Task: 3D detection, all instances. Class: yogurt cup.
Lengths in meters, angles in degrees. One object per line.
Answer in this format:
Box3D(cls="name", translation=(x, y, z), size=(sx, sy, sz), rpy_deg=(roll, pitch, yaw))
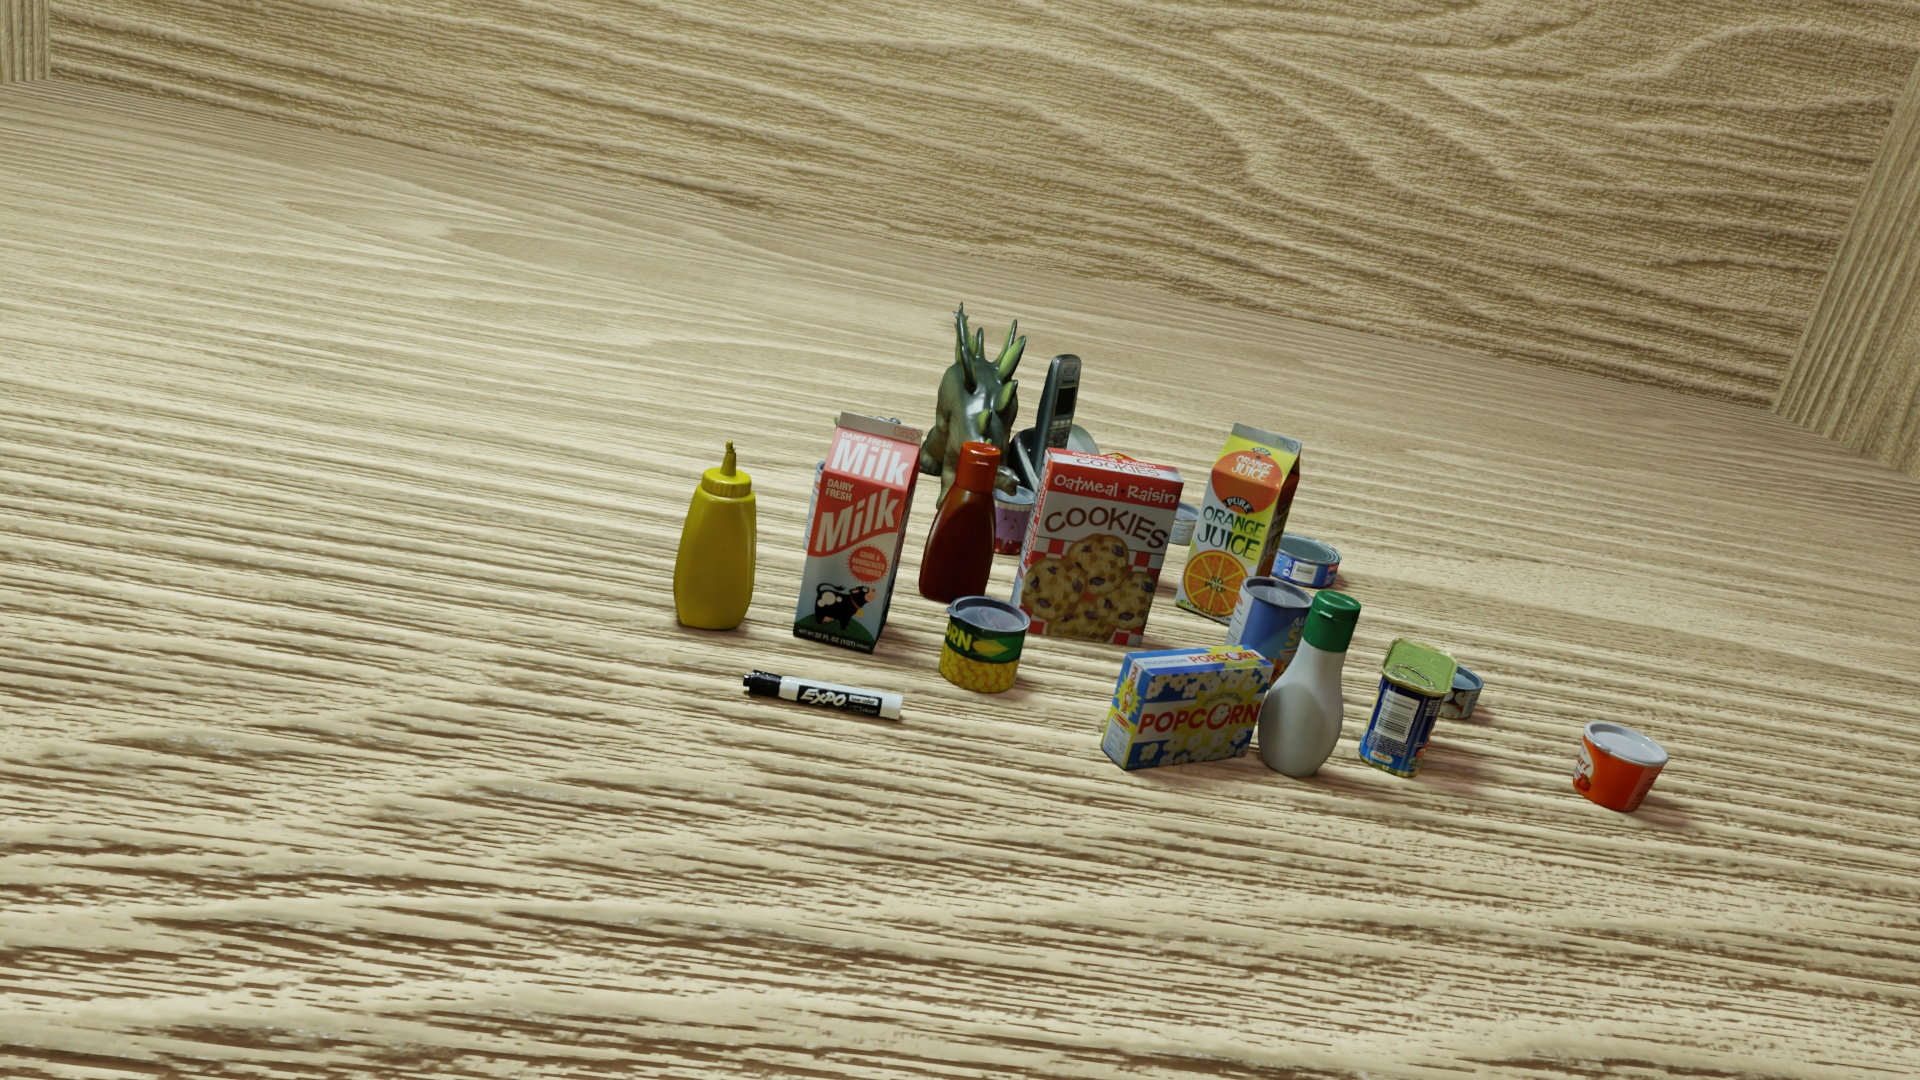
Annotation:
Box3D(cls="yogurt cup", translation=(0.555, 0.193, 1.176), size=(0.072, 0.053, 0.072), rpy_deg=(11, 20, -4))

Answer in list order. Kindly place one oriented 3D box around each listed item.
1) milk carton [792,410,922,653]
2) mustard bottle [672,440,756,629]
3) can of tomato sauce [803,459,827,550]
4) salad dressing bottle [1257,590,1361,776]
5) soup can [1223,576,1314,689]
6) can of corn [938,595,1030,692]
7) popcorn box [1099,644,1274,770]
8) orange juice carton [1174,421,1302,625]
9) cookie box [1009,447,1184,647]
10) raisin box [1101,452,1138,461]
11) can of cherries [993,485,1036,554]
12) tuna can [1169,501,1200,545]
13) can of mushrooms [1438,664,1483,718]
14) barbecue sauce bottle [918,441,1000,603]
Box3D(cls="milk carton", translation=(-0.083, -0.011, 1.155), size=(0.072, 0.189, 0.074), rpy_deg=(13, 20, 2))
Box3D(cls="mustard bottle", translation=(-0.194, -0.007, 1.126), size=(0.065, 0.159, 0.049), rpy_deg=(6, 21, -17))
Box3D(cls="can of tomato sauce", translation=(-0.111, -0.029, 1.340), size=(0.071, 0.082, 0.071), rpy_deg=(11, 20, -4))
Box3D(cls="salad dressing bottle", translation=(0.278, 0.113, 1.096), size=(0.064, 0.147, 0.044), rpy_deg=(25, 24, 32))
Box3D(cls="soup can", translation=(0.280, 0.084, 1.263), size=(0.071, 0.083, 0.071), rpy_deg=(11, 20, -4))
Box3D(cls="can of corn", translation=(0.017, 0.085, 1.147), size=(0.071, 0.058, 0.071), rpy_deg=(11, 20, -4))
Box3D(cls="popcorn box", translation=(0.177, 0.129, 1.085), size=(0.127, 0.085, 0.038), rpy_deg=(-1, 24, -31))
Box3D(cls="orange juice carton", translation=(0.279, -0.018, 1.377), size=(0.072, 0.191, 0.073), rpy_deg=(21, 22, 23))
Box3D(cls="cookie box", translation=(0.121, 0.007, 1.257), size=(0.123, 0.166, 0.040), rpy_deg=(8, 20, -10))
Box3D(cls="raisin box", translation=(0.169, -0.018, 1.413), size=(0.086, 0.123, 0.040), rpy_deg=(27, 25, 35))
Box3D(cls="can of cherries", translation=(0.041, -0.025, 1.452), size=(0.071, 0.058, 0.072), rpy_deg=(11, 20, -4))
Box3D(cls="tuna can", translation=(0.243, -0.023, 1.598), size=(0.071, 0.032, 0.071), rpy_deg=(11, 20, -4))
Box3D(cls="can of mushrooms", translation=(0.447, 0.136, 1.294), size=(0.071, 0.033, 0.071), rpy_deg=(11, 20, -4))
Box3D(cls="barbecue sauce bottle", translation=(0.005, -0.016, 1.279), size=(0.065, 0.148, 0.044), rpy_deg=(8, 20, -11))
